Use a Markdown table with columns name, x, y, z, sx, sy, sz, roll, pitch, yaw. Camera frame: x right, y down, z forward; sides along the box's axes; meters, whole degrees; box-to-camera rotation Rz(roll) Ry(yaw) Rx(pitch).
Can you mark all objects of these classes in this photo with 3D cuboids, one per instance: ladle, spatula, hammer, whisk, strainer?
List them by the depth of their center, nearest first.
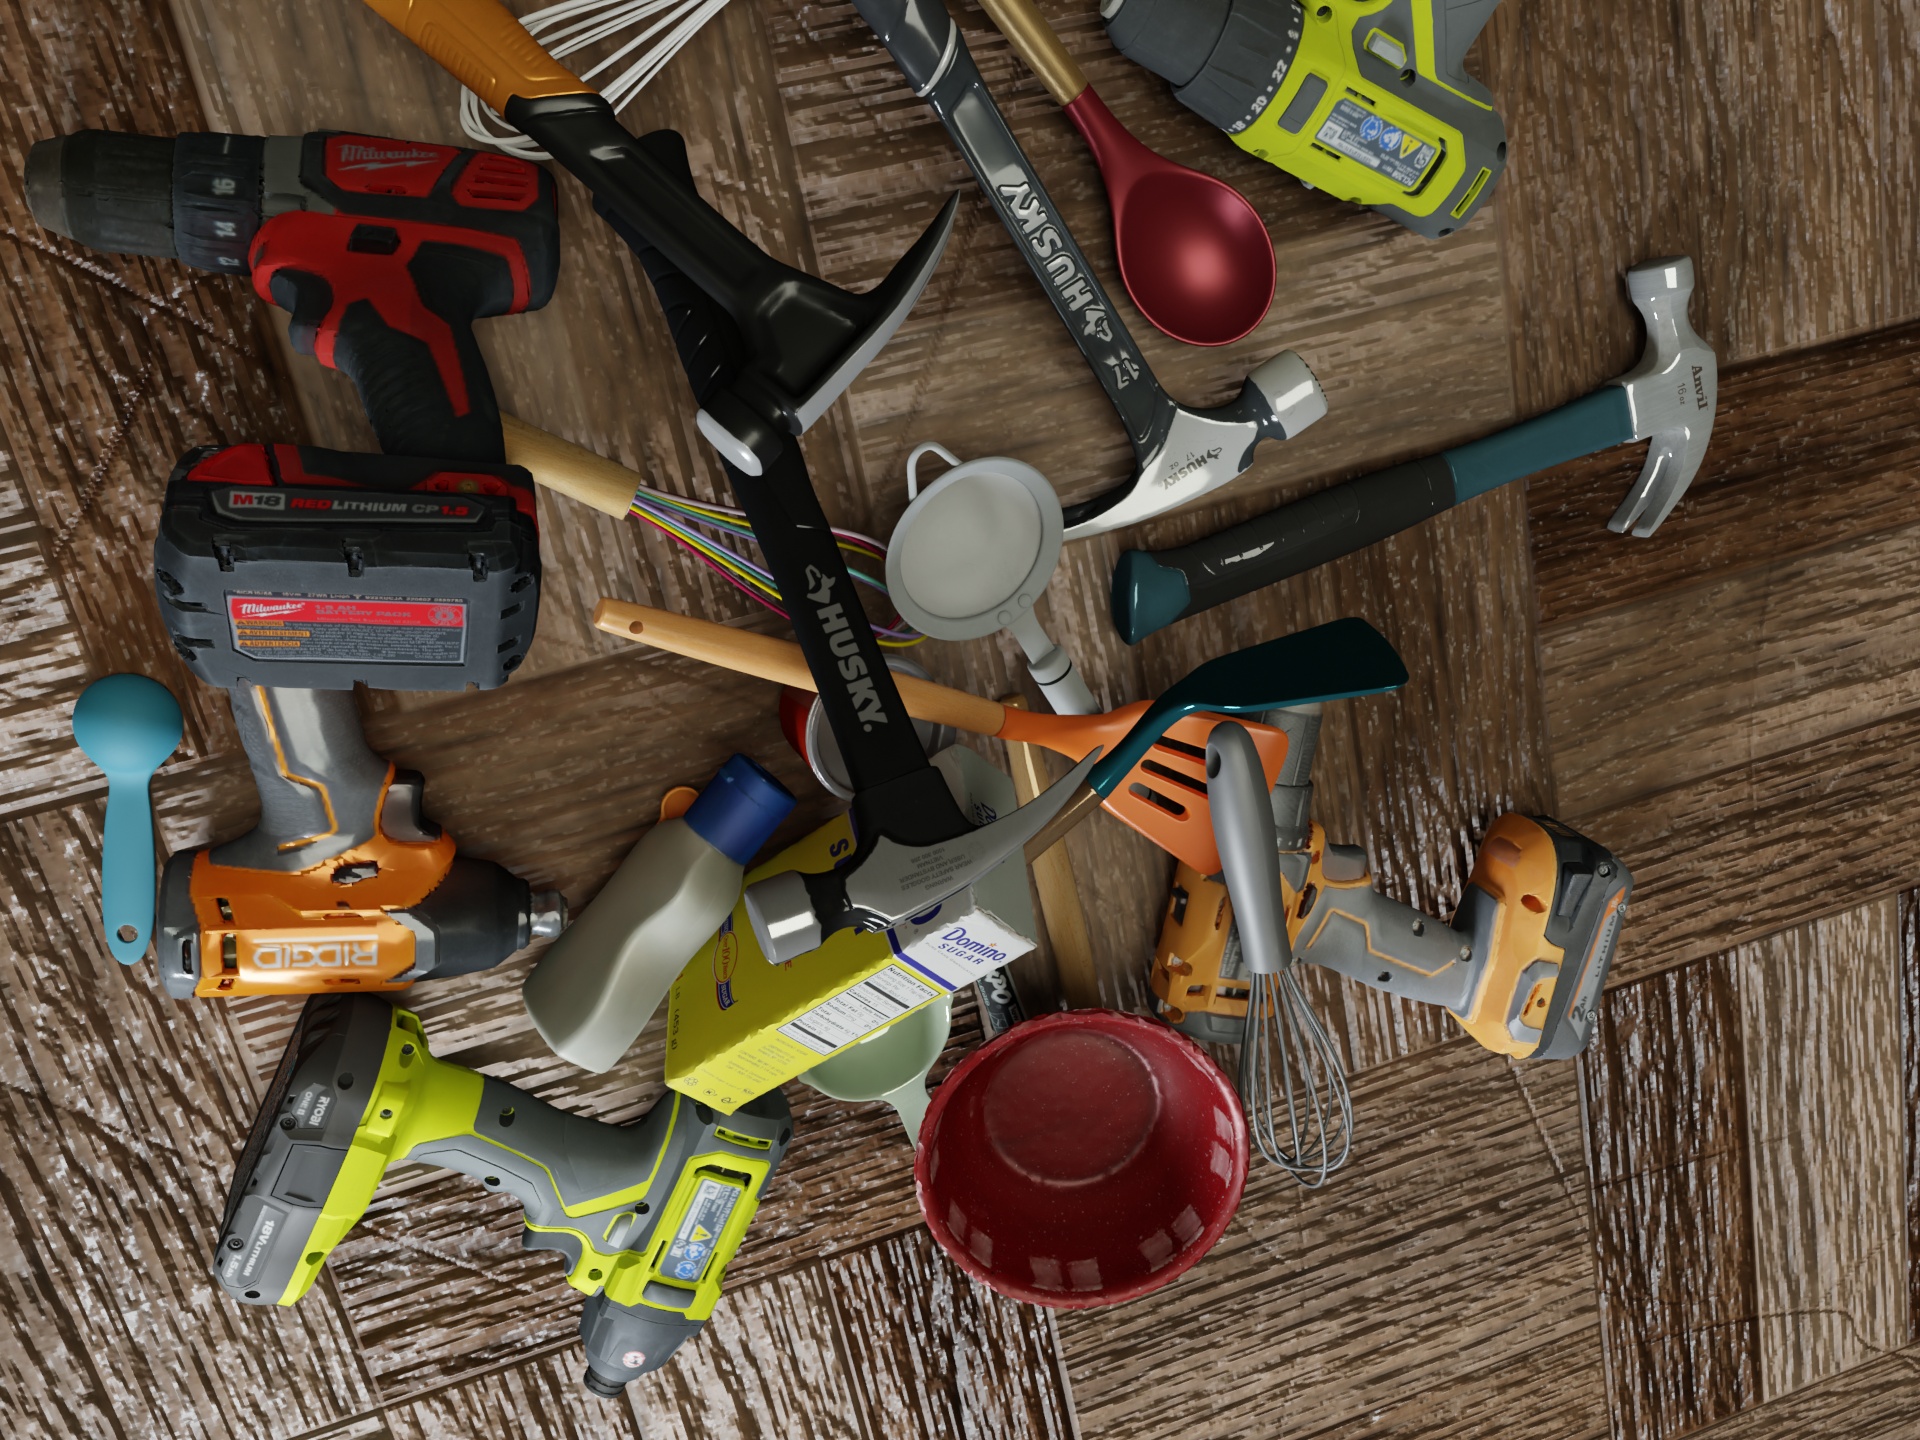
| name | x | y | z | sx | sy | sz | roll | pitch | yaw |
| --- | --- | --- | --- | --- | --- | --- | --- | --- | --- |
| hammer | -0.159 | -0.244 | 0.581 | 0.337 | 0.034 | 0.127 | 41 | 82 | -1 |
| hammer | -0.064 | -0.085 | 0.626 | 0.146 | 0.035 | 0.335 | -20 | 80 | -15 |
| whisk | -0.093 | -0.300 | 0.639 | 0.246 | 0.059 | 0.057 | -34 | 147 | -8 |
| hammer | -0.003 | -0.247 | 0.645 | 0.149 | 0.036 | 0.408 | -33 | 117 | 9 |
| ladle | 0.032 | -0.282 | 0.666 | 0.069 | 0.031 | 0.315 | -44 | 118 | 2 |
| spatula | -0.001 | -0.002 | 0.686 | 0.322 | 0.041 | 0.081 | 15 | 111 | -29 |
| spatula | 0.046 | 0.052 | 0.691 | 0.317 | 0.082 | 0.044 | -40 | 109 | 13 |
| whisk | -0.121 | -0.090 | 0.692 | 0.245 | 0.051 | 0.047 | 23 | 76 | -16 |
| strainer | 0.035 | -0.032 | 0.733 | 0.087 | 0.050 | 0.258 | -38 | 123 | -4 |
| whisk | 0.144 | 0.112 | 0.740 | 0.055 | 0.055 | 0.238 | -17 | 107 | -11 |
| hammer | 0.225 | -0.115 | 0.780 | 0.331 | 0.033 | 0.128 | -21 | 108 | -9 |

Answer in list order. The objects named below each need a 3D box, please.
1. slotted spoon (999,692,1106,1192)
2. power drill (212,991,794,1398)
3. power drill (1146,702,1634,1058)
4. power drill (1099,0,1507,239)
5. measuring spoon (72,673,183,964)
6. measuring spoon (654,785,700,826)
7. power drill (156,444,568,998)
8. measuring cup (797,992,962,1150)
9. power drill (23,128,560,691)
| name | x | y | z | sx | sy | sz | roll | pitch | yaw |
| --- | --- | --- | --- | --- | --- | --- | --- | --- | --- |
| slotted spoon | 0.063 | 0.134 | 0.805 | 0.070 | 0.031 | 0.313 | -16 | 106 | -7 |
| power drill | -0.209 | 0.221 | 0.728 | 0.223 | 0.080 | 0.171 | 22 | 100 | -22 |
| power drill | 0.218 | 0.078 | 0.806 | 0.226 | 0.084 | 0.185 | 8 | 102 | -12 |
| power drill | 0.185 | -0.334 | 0.654 | 0.190 | 0.080 | 0.228 | 20 | 125 | -20 |
| measuring spoon | -0.351 | 0.045 | 0.668 | 0.042 | 0.021 | 0.128 | 3 | 103 | -16 |
| measuring spoon | -0.156 | 0.078 | 0.740 | 0.021 | 0.011 | 0.117 | 29 | 99 | -28 |
| power drill | -0.244 | 0.007 | 0.660 | 0.164 | 0.084 | 0.226 | 1 | 108 | -18 |
| measuring cup | -0.031 | 0.175 | 0.790 | 0.083 | 0.038 | 0.167 | -29 | 125 | -7 |
| power drill | -0.237 | -0.126 | 0.568 | 0.187 | 0.227 | 0.080 | 1 | 148 | -19 |
